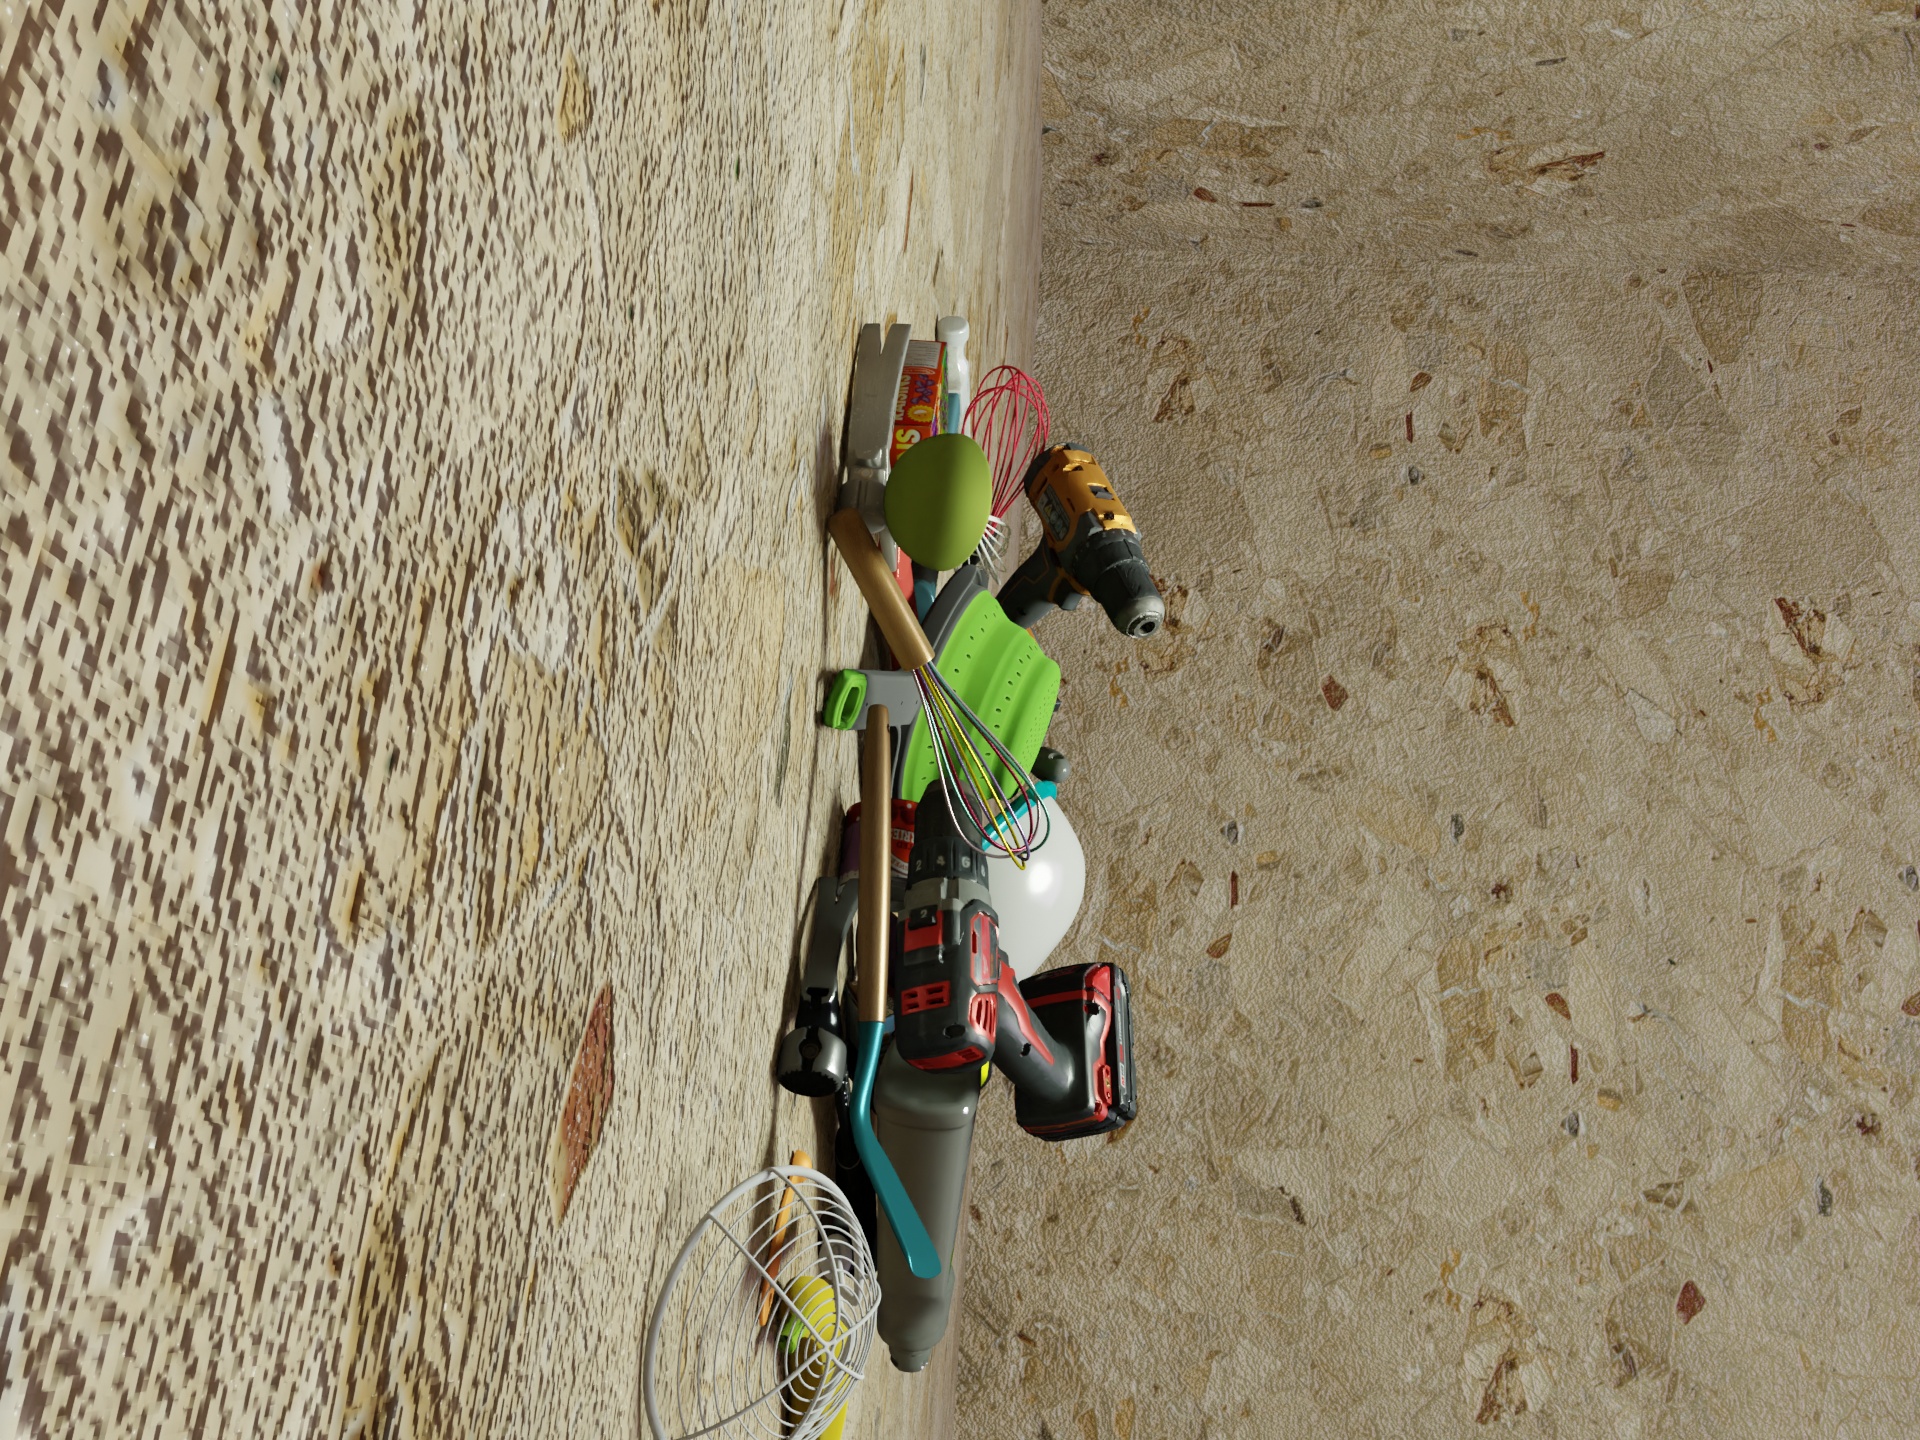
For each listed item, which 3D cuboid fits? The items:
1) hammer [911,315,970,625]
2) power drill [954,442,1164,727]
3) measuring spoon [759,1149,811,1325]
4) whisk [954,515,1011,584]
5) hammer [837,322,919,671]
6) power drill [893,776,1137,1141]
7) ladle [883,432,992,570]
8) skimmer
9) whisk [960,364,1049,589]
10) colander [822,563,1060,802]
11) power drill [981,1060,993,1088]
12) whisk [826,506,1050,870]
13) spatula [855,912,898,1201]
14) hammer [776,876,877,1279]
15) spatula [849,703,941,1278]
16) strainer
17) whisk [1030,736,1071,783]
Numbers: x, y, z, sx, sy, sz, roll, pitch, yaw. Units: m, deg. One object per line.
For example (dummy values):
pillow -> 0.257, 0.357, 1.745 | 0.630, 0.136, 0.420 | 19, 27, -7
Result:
hammer -> -0.020, -0.208, 1.397 | 0.128, 0.033, 0.331 | 87, 8, -48
power drill -> 0.074, -0.083, 1.284 | 0.226, 0.084, 0.186 | -58, -137, 37
measuring spoon -> -0.097, 0.288, 0.890 | 0.117, 0.011, 0.021 | -80, 172, -57
whisk -> 0.005, -0.149, 1.170 | 0.059, 0.058, 0.246 | 59, 1, 12
hammer -> -0.045, -0.108, 1.119 | 0.358, 0.036, 0.149 | 84, 10, -62
power drill -> 0.030, 0.159, 1.024 | 0.226, 0.080, 0.188 | 45, 36, -46
ladle -> -0.008, -0.124, 1.022 | 0.320, 0.062, 0.078 | 2, 92, -88
skimmer -> -0.090, 0.270, 0.785 | 0.363, 0.090, 0.127 | 117, -16, -80
whisk -> 0.023, -0.176, 1.349 | 0.295, 0.073, 0.073 | 103, -4, -47
colander -> -0.002, -0.004, 1.102 | 0.397, 0.094, 0.204 | -6, 116, -79
power drill -> -0.011, 0.341, 1.690 | 0.228, 0.080, 0.191 | 61, 32, -77
whisk -> -0.013, -0.015, 0.940 | 0.245, 0.051, 0.047 | 62, 37, -16
spatula -> -0.063, 0.259, 1.187 | 0.018, 0.060, 0.315 | -24, 133, -36
hammer -> -0.074, 0.263, 1.040 | 0.408, 0.036, 0.149 | 89, 5, -49
spatula -> -0.038, 0.142, 0.884 | 0.082, 0.044, 0.318 | 60, 28, -69
strainer -> 0.040, 0.164, 1.306 | 0.211, 0.095, 0.340 | -48, 168, -2
whisk -> 0.064, 0.032, 1.373 | 0.239, 0.055, 0.055 | -150, -117, -81
